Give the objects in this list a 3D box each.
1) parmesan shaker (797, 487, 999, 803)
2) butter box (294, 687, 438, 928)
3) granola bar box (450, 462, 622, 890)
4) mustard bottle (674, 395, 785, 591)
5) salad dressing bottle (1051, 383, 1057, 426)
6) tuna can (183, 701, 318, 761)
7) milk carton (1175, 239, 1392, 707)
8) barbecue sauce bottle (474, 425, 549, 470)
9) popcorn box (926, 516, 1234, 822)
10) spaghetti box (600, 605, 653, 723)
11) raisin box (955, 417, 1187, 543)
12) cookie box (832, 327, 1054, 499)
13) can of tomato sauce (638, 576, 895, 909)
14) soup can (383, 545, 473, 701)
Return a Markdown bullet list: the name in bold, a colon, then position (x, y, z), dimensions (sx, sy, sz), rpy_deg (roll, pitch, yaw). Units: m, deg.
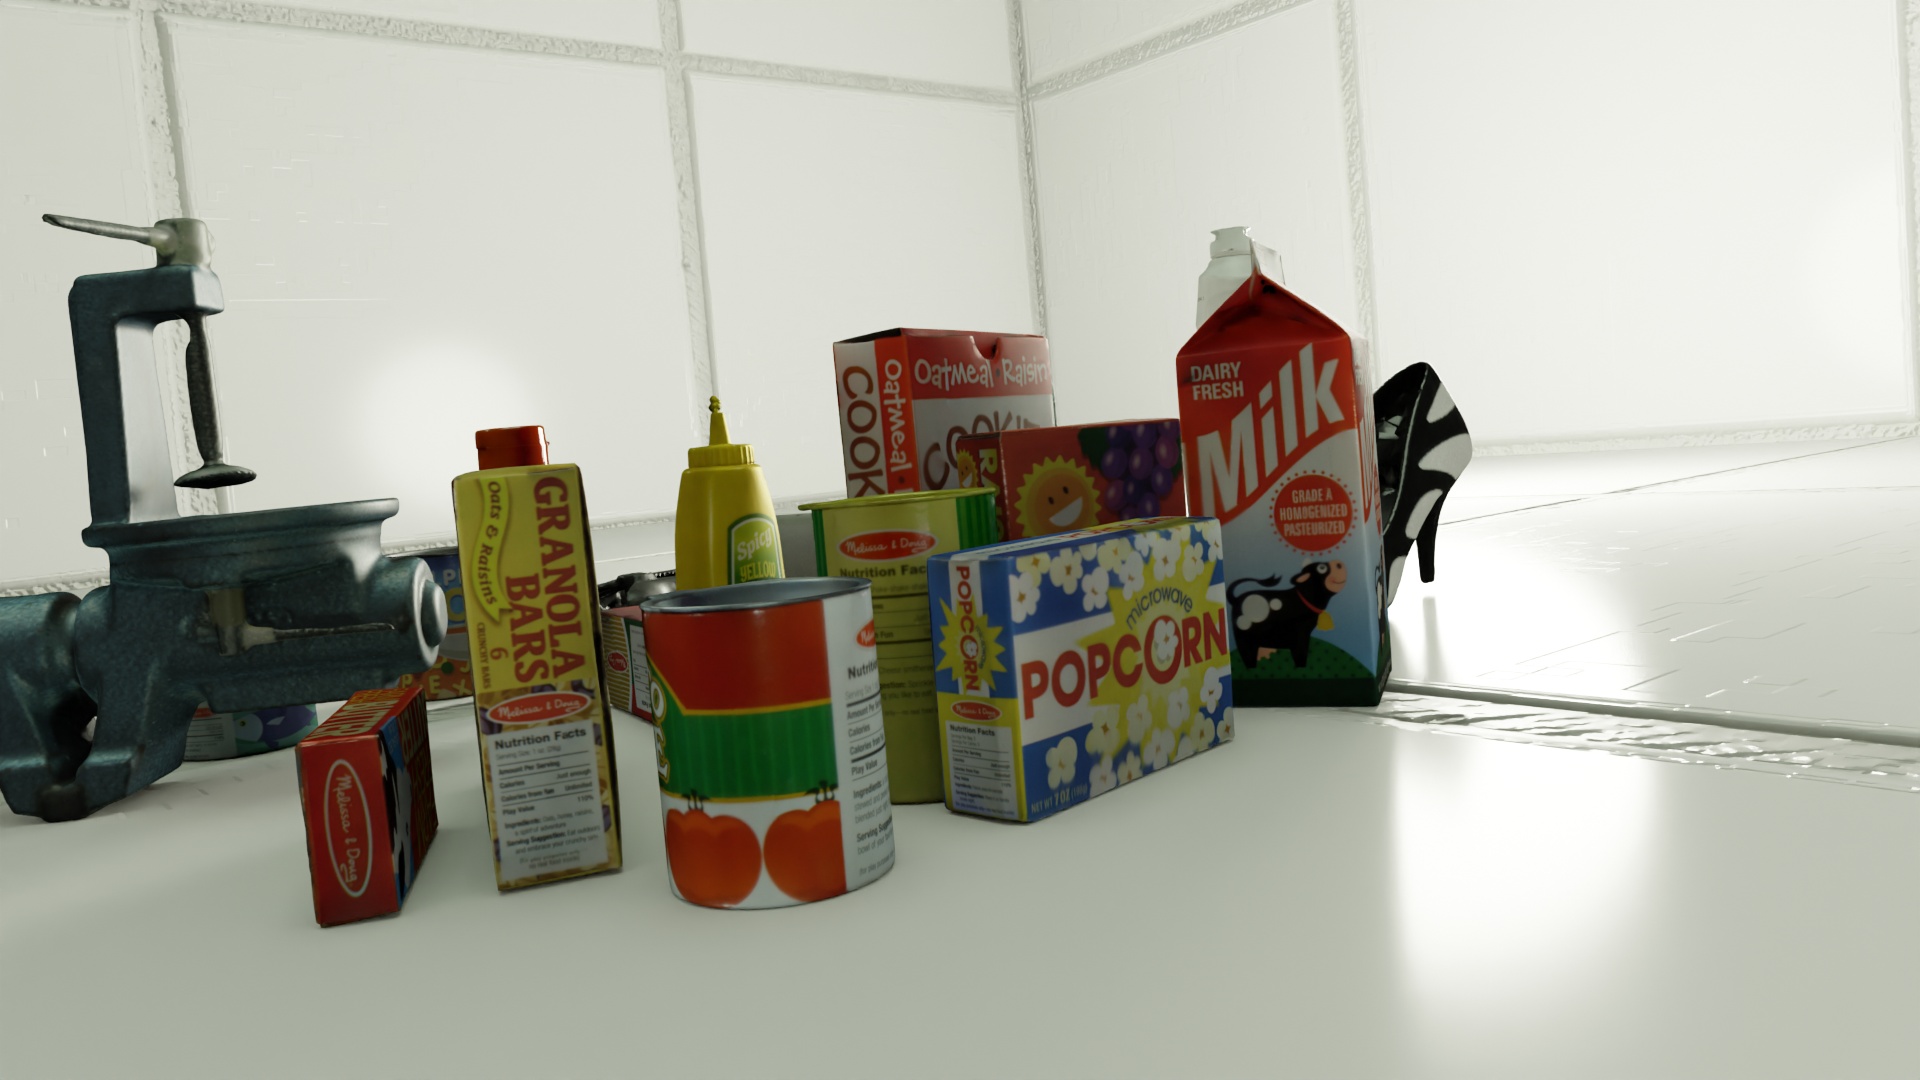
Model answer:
- **parmesan shaker**: position (-0.018, 0.035, 0.495), dimensions (0.071, 0.103, 0.071), rpy_deg (-5, 4, 0)
- **butter box**: position (-0.184, 0.079, 0.437), dimensions (0.024, 0.053, 0.103), rpy_deg (-6, 4, -14)
- **granola bar box**: position (-0.150, 0.037, 0.482), dimensions (0.039, 0.124, 0.165), rpy_deg (-6, 4, -20)
- **mustard bottle**: position (-0.141, -0.007, 0.834), dimensions (0.049, 0.160, 0.065), rpy_deg (-3, 4, 36)
- **salad dressing bottle**: position (0.039, -0.011, 0.758), dimensions (0.044, 0.147, 0.064), rpy_deg (-8, 5, -43)
- **tuna can**: position (-0.354, 0.086, 0.690), dimensions (0.071, 0.033, 0.071), rpy_deg (-5, 4, 0)
- **milk carton**: position (0.138, -0.029, 0.591), dimensions (0.073, 0.190, 0.072), rpy_deg (-4, 4, 22)
- **barbecue sauce bottle**: position (-0.237, 0.012, 0.755), dimensions (0.044, 0.148, 0.065), rpy_deg (-7, 4, -35)
- **popcorn box**: position (0.045, 0.039, 0.482), dimensions (0.038, 0.085, 0.127), rpy_deg (-2, 5, 42)
- **spaghetti box**: position (-0.113, 0.061, 0.613), dimensions (0.029, 0.050, 0.250), rpy_deg (-7, 5, -29)
- **raisin box**: position (0.048, 0.015, 0.551), dimensions (0.086, 0.123, 0.040), rpy_deg (-7, 4, -27)
- **cookie box**: position (0.002, -0.008, 0.615), dimensions (0.040, 0.167, 0.123), rpy_deg (-3, 4, 32)
- **can of tomato sauce**: position (-0.057, 0.055, 0.400), dimensions (0.071, 0.083, 0.071), rpy_deg (-5, 4, 0)
- **soup can**: position (-0.297, 0.047, 0.806), dimensions (0.071, 0.083, 0.071), rpy_deg (-5, 4, 0)
